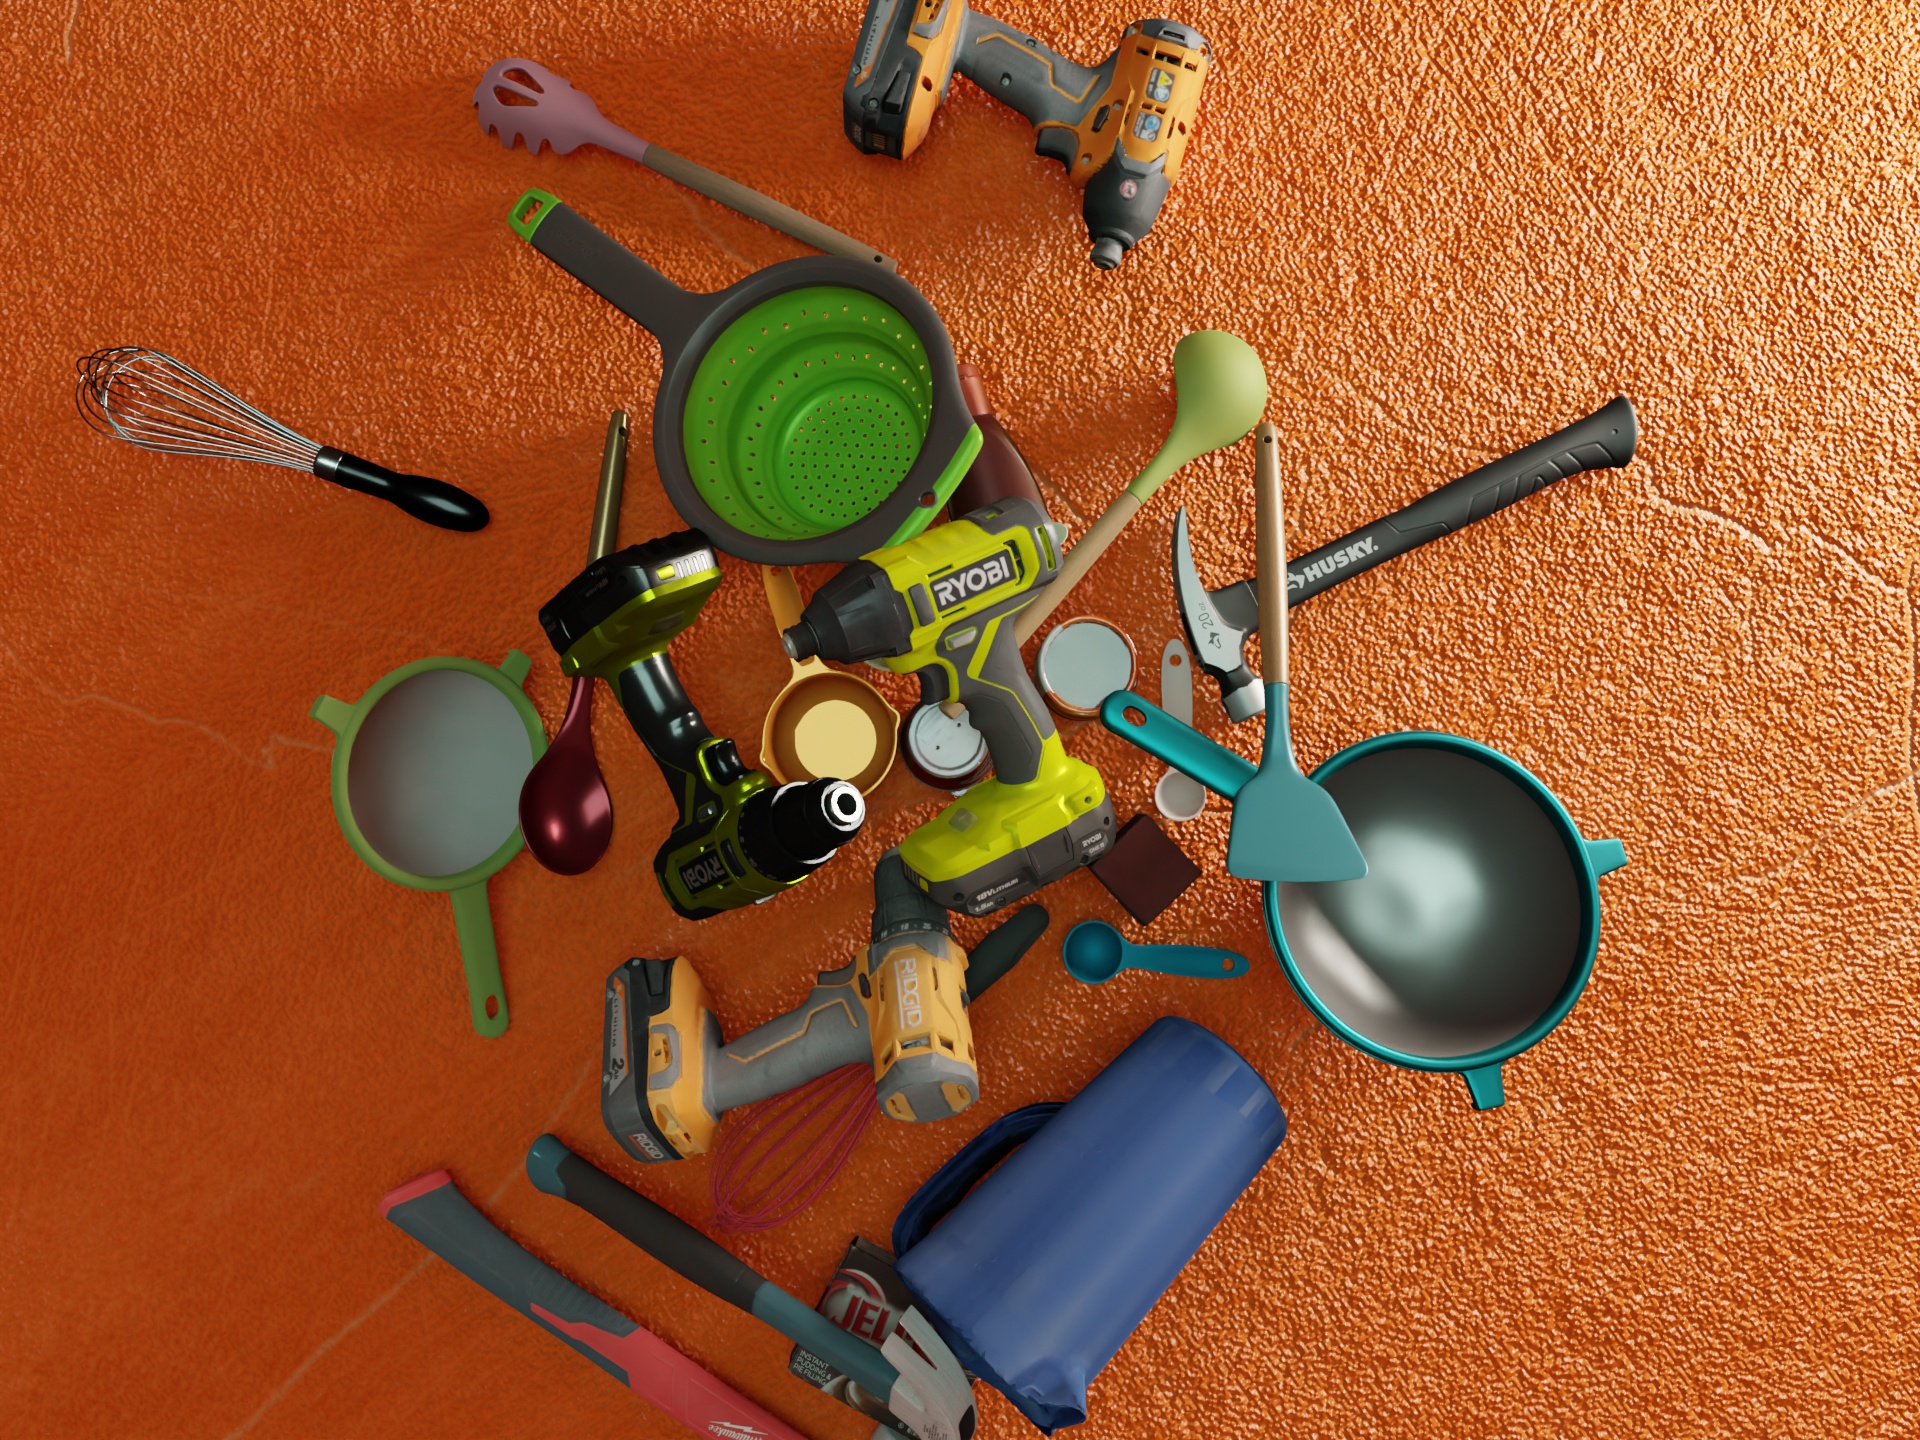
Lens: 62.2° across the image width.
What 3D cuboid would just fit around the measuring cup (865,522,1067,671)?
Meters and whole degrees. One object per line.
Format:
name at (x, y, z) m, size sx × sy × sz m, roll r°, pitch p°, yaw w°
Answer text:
measuring cup at (0.001, -0.088, 1.036) m, size 0.167 × 0.038 × 0.083 m, roll -24°, pitch 85°, yaw 21°

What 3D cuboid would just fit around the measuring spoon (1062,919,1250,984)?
measuring spoon at (0.129, 0.158, 1.060) m, size 0.128 × 0.021 × 0.042 m, roll 7°, pitch 86°, yaw -8°

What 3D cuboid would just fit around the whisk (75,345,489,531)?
whisk at (-0.452, -0.182, 1.065) m, size 0.284 × 0.070 × 0.070 m, roll 20°, pitch 87°, yaw -4°

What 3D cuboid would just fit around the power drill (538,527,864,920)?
power drill at (-0.157, 0.004, 0.983) m, size 0.080 × 0.190 × 0.228 m, roll -26°, pitch 89°, yaw -41°

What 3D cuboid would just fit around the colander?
colander at (-0.148, -0.234, 1.056) m, size 0.397 × 0.094 × 0.204 m, roll 38°, pitch 91°, yaw 20°

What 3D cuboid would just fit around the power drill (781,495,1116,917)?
power drill at (-0.002, -0.003, 0.960) m, size 0.171 × 0.080 × 0.223 m, roll -25°, pitch 112°, yaw -18°

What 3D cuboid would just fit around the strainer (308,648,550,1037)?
strainer at (-0.341, 0.083, 1.042) m, size 0.069 × 0.151 × 0.256 m, roll 6°, pitch 108°, yaw 42°

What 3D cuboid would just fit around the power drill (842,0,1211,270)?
power drill at (0.040, -0.403, 1.061) m, size 0.226 × 0.084 × 0.164 m, roll 16°, pitch 87°, yaw -3°

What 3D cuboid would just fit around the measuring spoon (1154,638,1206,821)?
measuring spoon at (0.146, 0.007, 1.070) m, size 0.034 × 0.018 × 0.124 m, roll 0°, pitch 80°, yaw 0°

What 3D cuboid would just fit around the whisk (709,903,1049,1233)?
whisk at (-0.052, 0.224, 1.036) m, size 0.296 × 0.073 × 0.073 m, roll -43°, pitch 87°, yaw -7°

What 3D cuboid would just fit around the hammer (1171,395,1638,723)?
hammer at (0.299, -0.134, 1.064) m, size 0.335 × 0.035 × 0.146 m, roll -26°, pitch 87°, yaw -1°

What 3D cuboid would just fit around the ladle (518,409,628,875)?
ladle at (-0.249, -0.055, 1.063) m, size 0.069 × 0.031 × 0.315 m, roll 13°, pitch 81°, yaw -42°

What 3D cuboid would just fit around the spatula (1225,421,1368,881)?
spatula at (0.199, -0.049, 0.990) m, size 0.082 × 0.044 × 0.318 m, roll 0°, pitch 70°, yaw 2°

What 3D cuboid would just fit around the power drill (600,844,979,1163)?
power drill at (-0.106, 0.175, 1.007) m, size 0.226 × 0.084 × 0.186 m, roll -13°, pitch 49°, yaw 6°

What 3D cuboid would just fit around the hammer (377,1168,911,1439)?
hammer at (-0.219, 0.427, 1.032) m, size 0.386 × 0.038 × 0.143 m, roll 33°, pitch 89°, yaw 2°

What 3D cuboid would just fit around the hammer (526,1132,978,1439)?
hammer at (-0.136, 0.353, 0.989) m, size 0.331 × 0.128 × 0.033 m, roll 25°, pitch 43°, yaw 19°

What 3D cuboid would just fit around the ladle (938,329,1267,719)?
ladle at (0.089, -0.127, 1.038) m, size 0.320 × 0.062 × 0.078 m, roll -49°, pitch 117°, yaw -6°

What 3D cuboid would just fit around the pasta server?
pasta server at (-0.188, -0.373, 1.088) m, size 0.316 × 0.040 × 0.060 m, roll 25°, pitch 87°, yaw -2°

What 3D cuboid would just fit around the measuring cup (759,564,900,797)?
measuring cup at (-0.097, -0.027, 1.053) m, size 0.095 × 0.052 × 0.174 m, roll -18°, pitch 85°, yaw -1°

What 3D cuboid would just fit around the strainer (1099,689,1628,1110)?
strainer at (0.233, 0.086, 1.022) m, size 0.340 × 0.095 × 0.211 m, roll 31°, pitch 76°, yaw 6°
